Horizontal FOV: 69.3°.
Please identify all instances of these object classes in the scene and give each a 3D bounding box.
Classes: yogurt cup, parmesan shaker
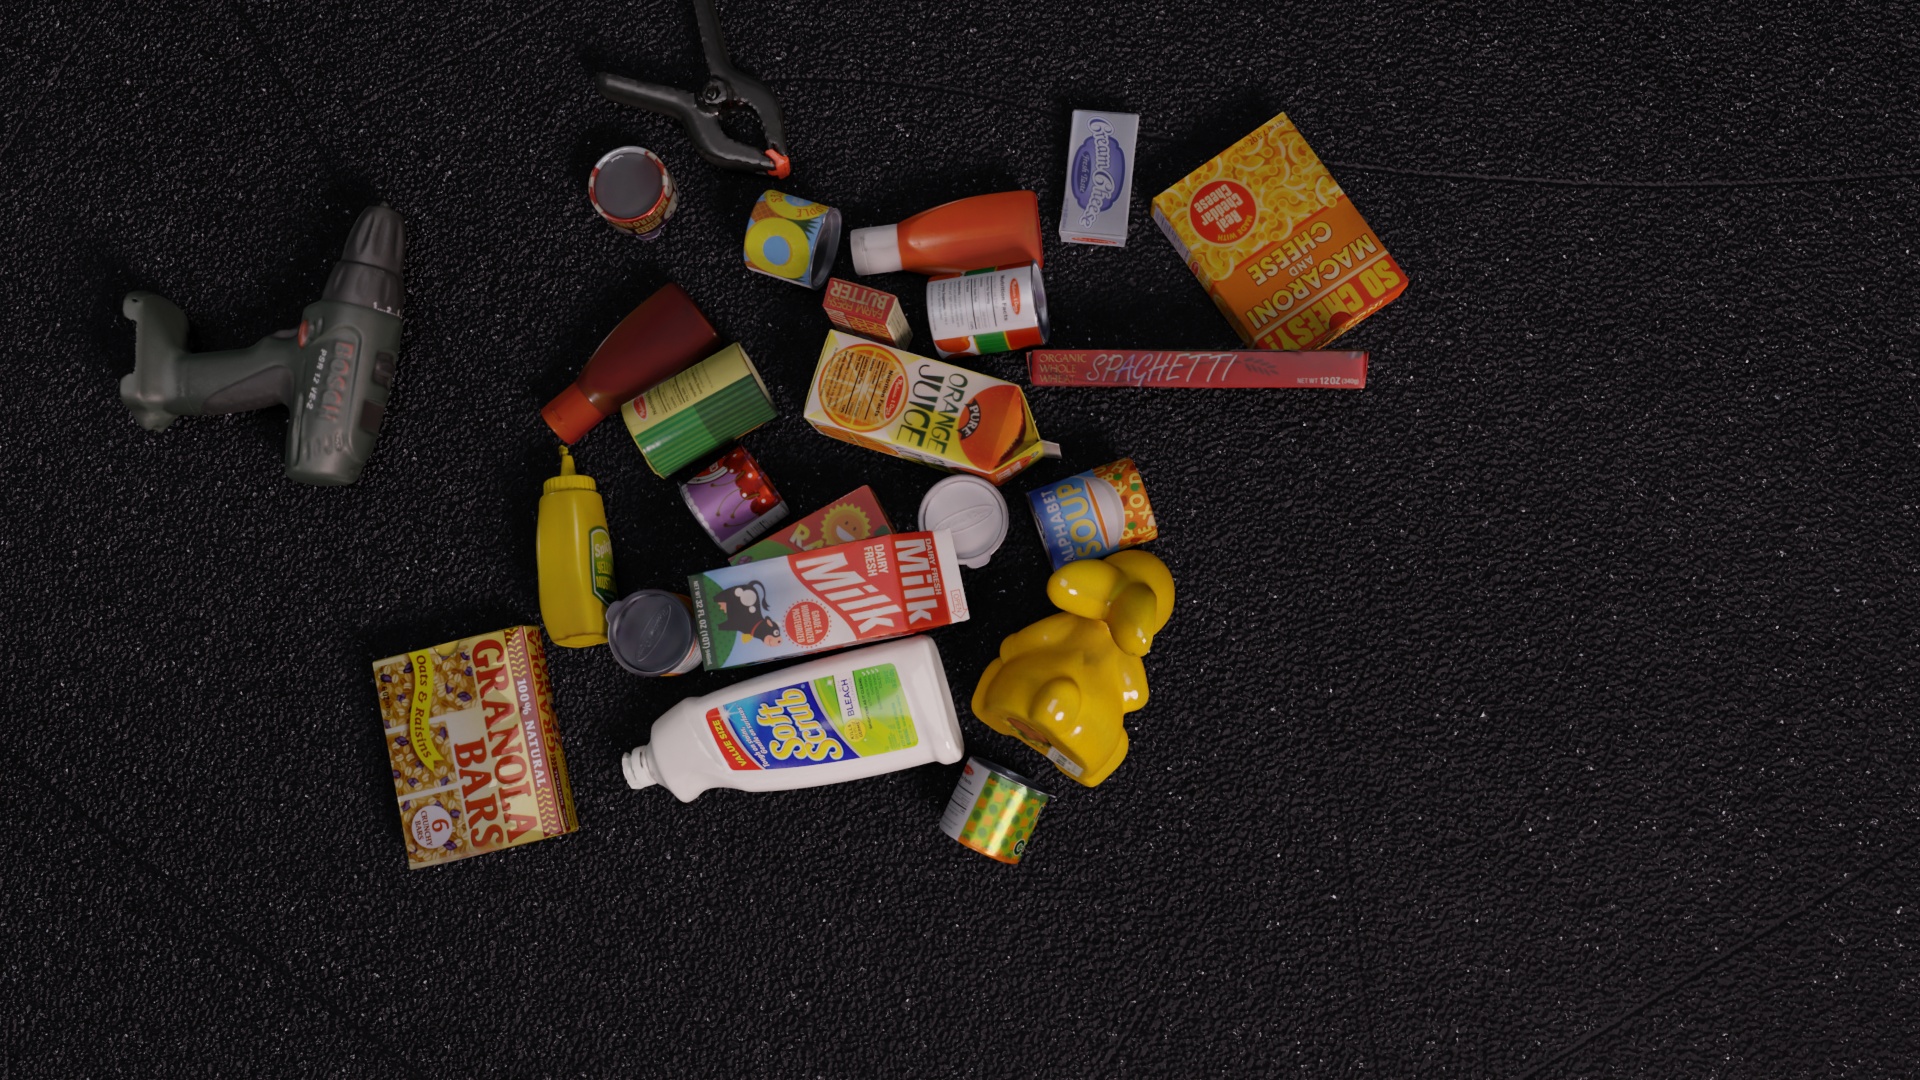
[{"bbox_3d":[0.004,-0.013,1.062,0.072,0.054,0.072,0,83,4],"label":"yogurt cup"},{"bbox_3d":[-0.201,-0.099,1.081,0.103,0.071,0.071,-29,82,0],"label":"parmesan shaker"}]

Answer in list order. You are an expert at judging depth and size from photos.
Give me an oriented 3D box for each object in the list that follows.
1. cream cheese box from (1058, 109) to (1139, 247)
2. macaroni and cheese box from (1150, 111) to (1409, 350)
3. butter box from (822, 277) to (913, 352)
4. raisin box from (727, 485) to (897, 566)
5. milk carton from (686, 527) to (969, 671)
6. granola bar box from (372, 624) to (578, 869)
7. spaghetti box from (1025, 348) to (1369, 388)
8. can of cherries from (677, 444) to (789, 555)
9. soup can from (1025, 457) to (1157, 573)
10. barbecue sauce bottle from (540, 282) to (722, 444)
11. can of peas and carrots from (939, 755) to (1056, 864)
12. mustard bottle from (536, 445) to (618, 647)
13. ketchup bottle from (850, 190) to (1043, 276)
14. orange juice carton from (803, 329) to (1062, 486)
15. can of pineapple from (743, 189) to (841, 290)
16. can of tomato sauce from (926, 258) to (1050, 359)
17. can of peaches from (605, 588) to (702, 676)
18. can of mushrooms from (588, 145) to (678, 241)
[{"bbox_3d":[0.110,-0.288,1.102,0.053,0.024,0.104,6,84,5],"label":"cream cheese box"},{"bbox_3d":[0.245,-0.228,1.077,0.124,0.040,0.166,-34,82,1],"label":"macaroni and cheese box"},{"bbox_3d":[-0.070,-0.169,1.062,0.053,0.103,0.024,17,85,7],"label":"butter box"},{"bbox_3d":[-0.104,0.023,1.074,0.123,0.040,0.086,-29,82,2],"label":"raisin box"},{"bbox_3d":[-0.093,0.043,1.014,0.191,0.073,0.072,-12,84,3],"label":"milk carton"},{"bbox_3d":[-0.376,0.159,1.078,0.124,0.039,0.165,-14,83,2],"label":"granola bar box"},{"bbox_3d":[0.176,-0.129,1.041,0.250,0.050,0.028,2,98,16],"label":"spaghetti box"},{"bbox_3d":[-0.175,-0.033,1.071,0.058,0.071,0.071,-35,82,0],"label":"can of cherries"},{"bbox_3d":[0.099,-0.019,1.047,0.084,0.071,0.071,-20,83,2],"label":"soup can"},{"bbox_3d":[-0.264,-0.136,1.103,0.148,0.043,0.065,-39,82,0],"label":"barbecue sauce bottle"},{"bbox_3d":[0.027,0.201,1.030,0.071,0.071,0.059,25,87,7],"label":"can of peas and carrots"},{"bbox_3d":[-0.300,0.001,1.080,0.049,0.065,0.160,-10,79,7],"label":"mustard bottle"},{"bbox_3d":[-0.011,-0.236,1.095,0.149,0.043,0.064,-6,86,4],"label":"ketchup bottle"},{"bbox_3d":[-0.015,-0.095,1.065,0.193,0.072,0.073,17,85,6],"label":"orange juice carton"},{"bbox_3d":[-0.131,-0.238,1.092,0.058,0.071,0.071,18,85,7],"label":"can of pineapple"},{"bbox_3d":[0.022,-0.177,1.071,0.083,0.071,0.071,-7,83,12],"label":"can of tomato sauce"},{"bbox_3d":[-0.232,0.070,1.069,0.071,0.058,0.071,-1,84,5],"label":"can of peaches"},{"bbox_3d":[-0.264,-0.281,1.125,0.071,0.033,0.071,0,83,4],"label":"can of mushrooms"}]
